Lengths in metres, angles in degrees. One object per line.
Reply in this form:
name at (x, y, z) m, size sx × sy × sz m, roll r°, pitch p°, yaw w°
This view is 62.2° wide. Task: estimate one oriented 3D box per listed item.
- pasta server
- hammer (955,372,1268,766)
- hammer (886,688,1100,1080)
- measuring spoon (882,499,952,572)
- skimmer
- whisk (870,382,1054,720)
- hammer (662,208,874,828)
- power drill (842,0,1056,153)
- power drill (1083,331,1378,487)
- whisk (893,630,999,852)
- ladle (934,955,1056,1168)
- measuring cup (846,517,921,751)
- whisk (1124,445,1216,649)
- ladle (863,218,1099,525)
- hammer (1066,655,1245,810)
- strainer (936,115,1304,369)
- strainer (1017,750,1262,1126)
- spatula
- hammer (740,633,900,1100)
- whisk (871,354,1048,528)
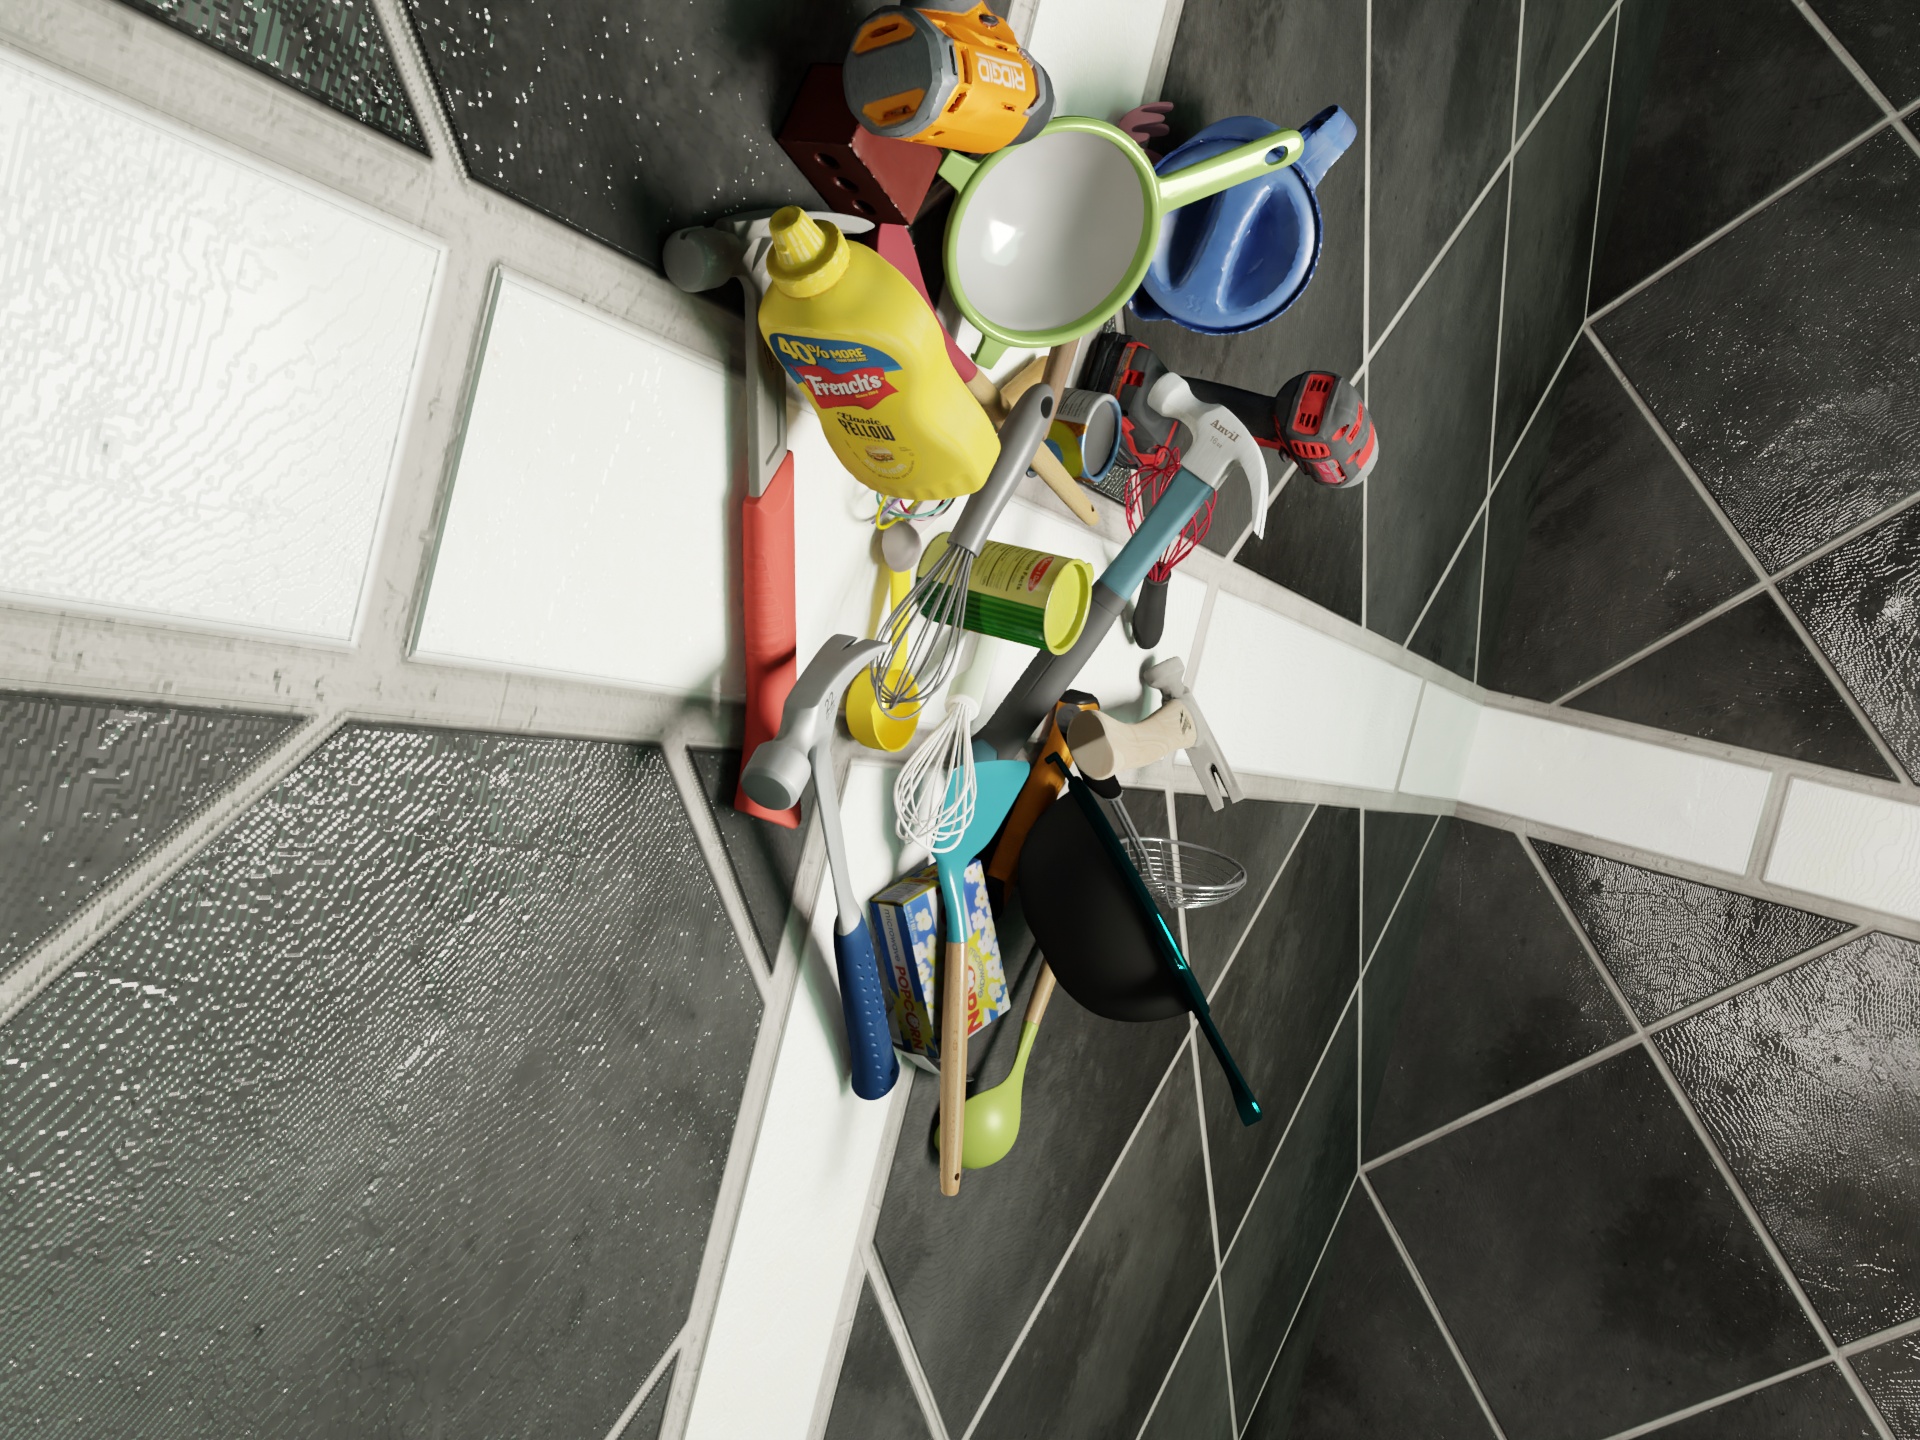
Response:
pasta server at (0.098, -0.320, 1.119) m, size 0.060 × 0.040 × 0.316 m, roll 92°, pitch 13°, yaw -62°
hammer at (0.103, -0.086, 1.168) m, size 0.331 × 0.128 × 0.033 m, roll -53°, pitch 161°, yaw 10°
hammer at (0.039, 0.126, 1.293) m, size 0.337 × 0.034 × 0.127 m, roll -64°, pitch 149°, yaw -18°
measuring spoon at (-0.016, -0.142, 1.068) m, size 0.124 × 0.018 × 0.034 m, roll -55°, pitch 134°, yaw -41°
skimmer at (0.156, 0.066, 1.367) m, size 0.090 × 0.127 × 0.362 m, roll -59°, pitch 146°, yaw -19°
whisk at (0.004, -0.110, 1.019) m, size 0.239 × 0.055 × 0.055 m, roll -64°, pitch 151°, yaw -5°
hammer at (-0.105, -0.106, 0.917) m, size 0.149 × 0.037 × 0.358 m, roll -32°, pitch 130°, yaw -52°
power drill at (-0.006, -0.416, 0.837) m, size 0.164 × 0.084 × 0.226 m, roll -21°, pitch 105°, yaw -56°
power drill at (0.213, -0.230, 1.230) m, size 0.143 × 0.220 × 0.078 m, roll 27°, pitch 80°, yaw -61°
whisk at (-0.002, -0.003, 1.086) m, size 0.059 × 0.058 × 0.247 m, roll 40°, pitch 38°, yaw -20°
ladle at (0.058, 0.239, 1.392) m, size 0.320 × 0.062 × 0.078 m, roll -67°, pitch 150°, yaw -27°
measuring cup at (-0.051, -0.057, 1.059) m, size 0.062 × 0.029 × 0.156 m, roll 1°, pitch 91°, yaw -59°
whisk at (0.164, -0.132, 1.308) m, size 0.295 × 0.073 × 0.073 m, roll 86°, pitch 29°, yaw -66°
ladle at (0.019, -0.212, 1.035) m, size 0.315 × 0.031 × 0.069 m, roll 41°, pitch 51°, yaw -49°
hammer at (0.159, 0.023, 1.291) m, size 0.146 × 0.038 × 0.410 m, roll 64°, pitch 17°, yaw 5°
strainer at (0.097, -0.343, 1.035) m, size 0.256 × 0.069 × 0.151 m, roll -23°, pitch 134°, yaw -10°
strainer at (0.119, 0.189, 1.184) m, size 0.095 × 0.341 × 0.210 m, roll -28°, pitch 125°, yaw 2°
spatula at (0.004, 0.185, 1.133) m, size 0.082 × 0.044 × 0.317 m, roll -2°, pitch 95°, yaw -47°
hammer at (-0.072, 0.119, 1.038) m, size 0.405 × 0.035 × 0.144 m, roll 85°, pitch 22°, yaw -46°
whisk at (0.009, -0.195, 1.073) m, size 0.245 × 0.051 × 0.047 m, roll -49°, pitch 137°, yaw -44°
